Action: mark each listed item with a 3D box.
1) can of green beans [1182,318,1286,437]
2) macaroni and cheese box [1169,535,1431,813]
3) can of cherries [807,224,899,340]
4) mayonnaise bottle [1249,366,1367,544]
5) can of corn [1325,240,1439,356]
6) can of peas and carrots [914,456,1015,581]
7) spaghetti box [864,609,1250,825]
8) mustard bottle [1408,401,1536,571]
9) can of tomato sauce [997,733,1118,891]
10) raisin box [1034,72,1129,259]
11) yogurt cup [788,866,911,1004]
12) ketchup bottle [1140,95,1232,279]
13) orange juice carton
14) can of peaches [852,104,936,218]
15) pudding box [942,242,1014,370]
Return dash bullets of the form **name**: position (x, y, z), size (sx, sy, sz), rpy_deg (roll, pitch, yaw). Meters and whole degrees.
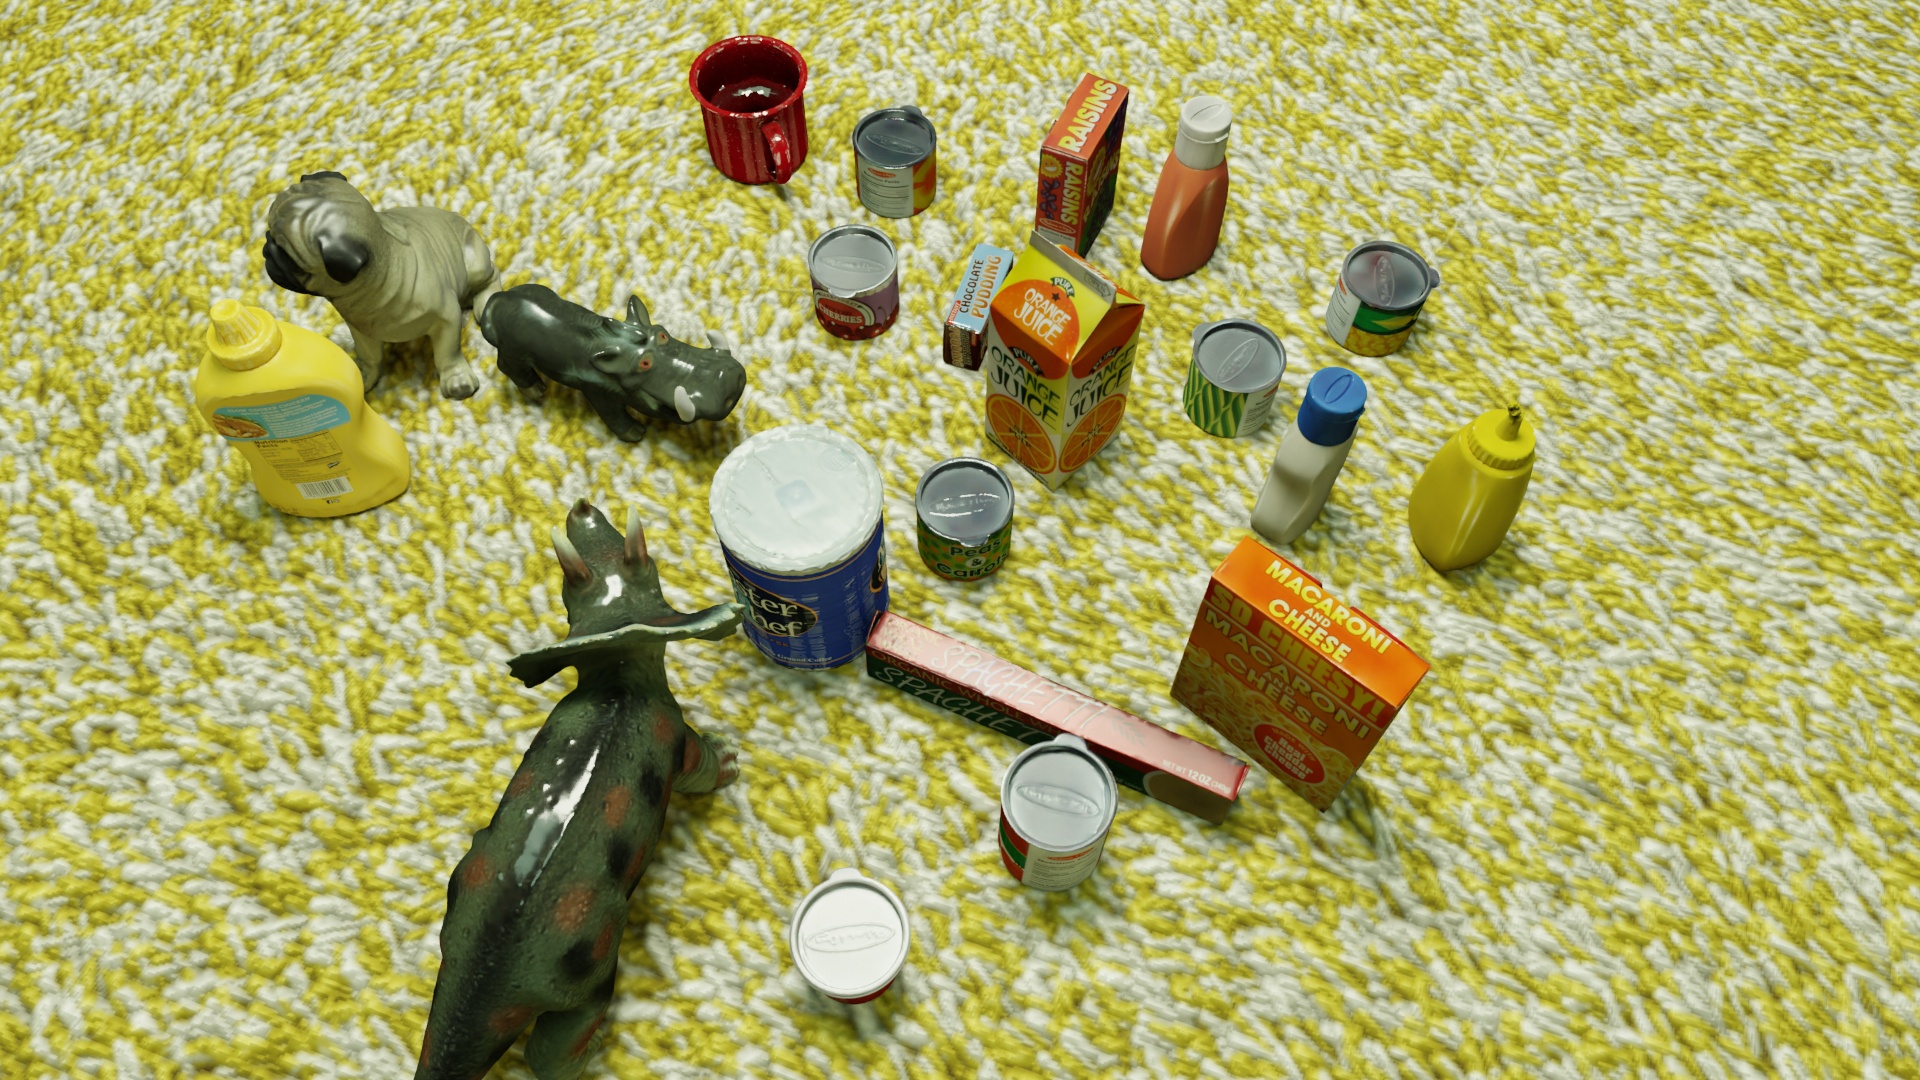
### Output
- **can of green beans**: position (0.196, -0.117, 1.002), size (0.071, 0.057, 0.071), rpy_deg (0, 60, -1)
- **macaroni and cheese box**: position (0.194, 0.082, 0.822), size (0.124, 0.165, 0.040), rpy_deg (38, 66, 19)
- **can of cherries**: position (-0.080, -0.191, 1.040), size (0.071, 0.058, 0.072), rpy_deg (0, 60, -1)
- **mayonnaise bottle**: position (0.231, -0.057, 0.915), size (0.041, 0.147, 0.065), rpy_deg (37, 66, 19)
- **can of corn**: position (0.315, -0.180, 1.041), size (0.071, 0.058, 0.071), rpy_deg (0, 60, -1)
- **can of peas and carrots**: position (0.003, -0.012, 0.936), size (0.071, 0.058, 0.071), rpy_deg (0, 60, -1)
- **spaghetti box**: position (0.055, 0.110, 0.870), size (0.250, 0.050, 0.029), rpy_deg (22, 62, 12)
- **mustard bottle**: position (0.337, -0.040, 0.900), size (0.049, 0.159, 0.065), rpy_deg (-15, 61, -9)
- **can of tomato sauce**: position (0.055, 0.162, 0.821), size (0.071, 0.082, 0.071), rpy_deg (0, 60, -1)
- **raisin box**: position (0.090, -0.277, 1.056), size (0.040, 0.122, 0.086), rpy_deg (23, 62, 12)
- **yogurt cup**: position (-0.062, 0.232, 0.794), size (0.072, 0.053, 0.073), rpy_deg (0, 60, -1)
- **ketchup bottle**: position (0.172, -0.262, 1.034), size (0.065, 0.148, 0.043), rpy_deg (-32, 65, -18)
- **orange juice carton**: position (0.067, -0.124, 0.926), size (0.073, 0.191, 0.072), rpy_deg (-40, 68, -21)
- **can of peaches**: position (-0.051, -0.302, 1.106), size (0.071, 0.057, 0.071), rpy_deg (0, 60, -1)
- **pudding box**: position (0.013, -0.175, 1.038), size (0.030, 0.049, 0.084), rpy_deg (17, 61, 9)
